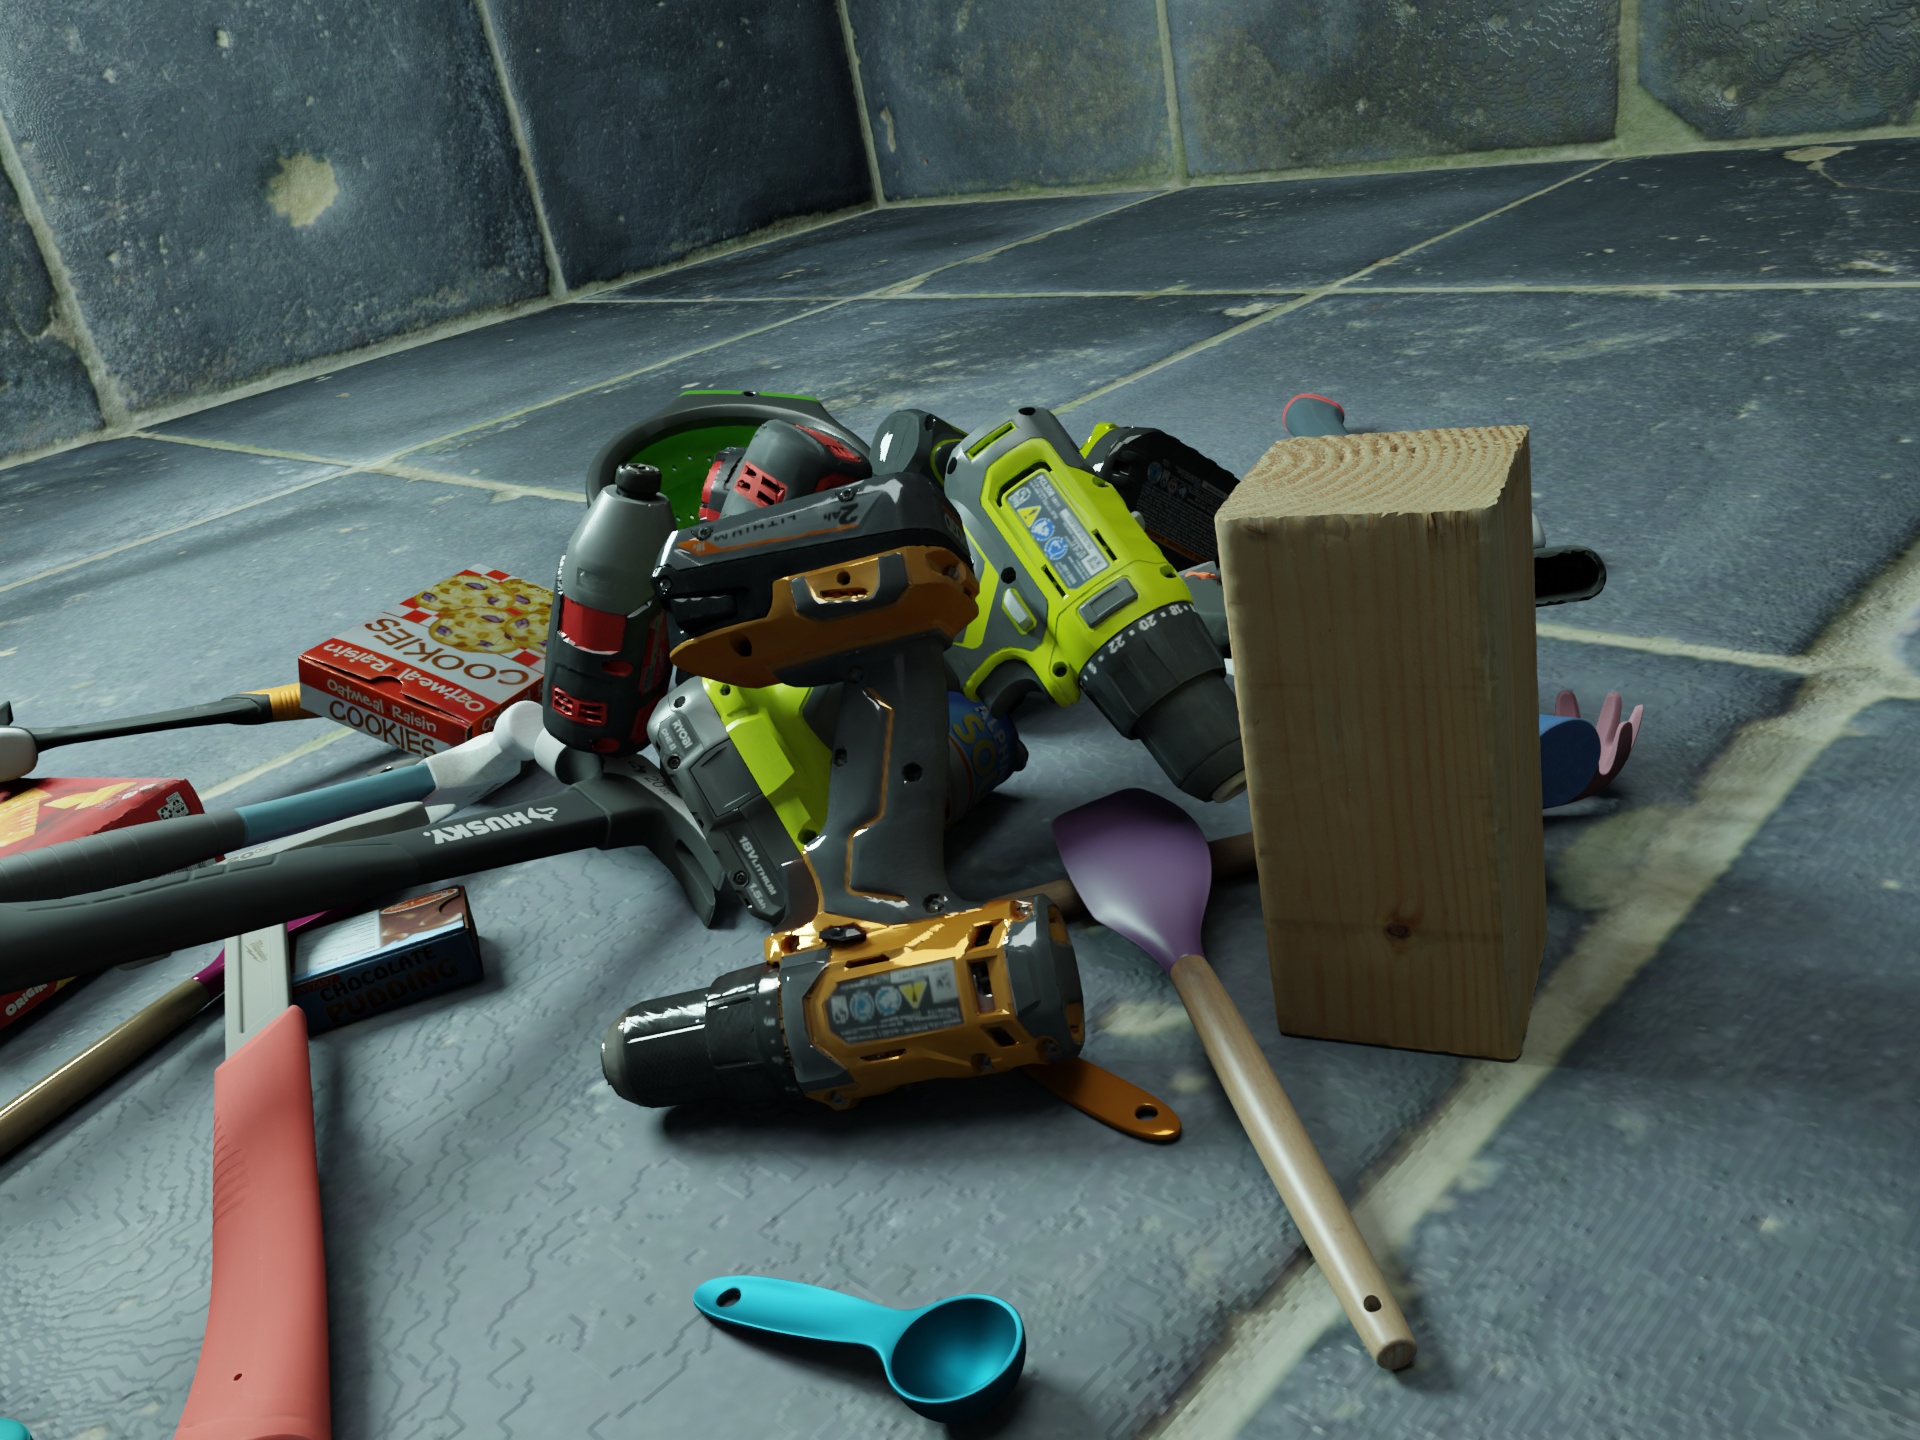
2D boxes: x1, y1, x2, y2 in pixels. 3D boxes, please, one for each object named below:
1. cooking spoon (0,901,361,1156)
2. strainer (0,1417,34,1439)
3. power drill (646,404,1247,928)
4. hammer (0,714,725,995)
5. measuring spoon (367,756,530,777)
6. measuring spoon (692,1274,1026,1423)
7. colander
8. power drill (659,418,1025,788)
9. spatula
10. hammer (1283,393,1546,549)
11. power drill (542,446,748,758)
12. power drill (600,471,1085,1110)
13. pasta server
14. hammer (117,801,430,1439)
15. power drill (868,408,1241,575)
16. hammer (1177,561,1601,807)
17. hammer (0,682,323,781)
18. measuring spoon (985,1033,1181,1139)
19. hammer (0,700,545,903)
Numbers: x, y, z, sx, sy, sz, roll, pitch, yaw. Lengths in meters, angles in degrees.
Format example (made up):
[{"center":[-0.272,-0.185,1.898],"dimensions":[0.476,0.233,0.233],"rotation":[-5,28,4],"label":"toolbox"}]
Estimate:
[{"center":[-0.374,0.141,0.737],"dimensions":[0.069,0.017,0.319],"rotation":[-6,23,31],"label":"cooking spoon"},{"center":[-0.382,0.221,0.469],"dimensions":[0.340,0.095,0.211],"rotation":[-1,28,22],"label":"strainer"},{"center":[-0.001,-0.002,0.690],"dimensions":[0.228,0.191,0.080],"rotation":[-35,-18,5],"label":"power drill"},{"center":[-0.248,0.065,0.670],"dimensions":[0.146,0.035,0.334],"rotation":[34,27,30],"label":"hammer"},{"center":[-0.310,0.030,0.965],"dimensions":[0.124,0.018,0.034],"rotation":[-7,21,25],"label":"measuring spoon"},{"center":[-0.033,0.192,0.490],"dimensions":[0.129,0.021,0.042],"rotation":[-4,24,37],"label":"measuring spoon"},{"center":[-0.154,-0.078,1.058],"dimensions":[0.204,0.094,0.398],"rotation":[2,42,-3],"label":"colander"},{"center":[-0.051,-0.049,0.825],"dimensions":[0.080,0.188,0.226],"rotation":[34,19,33],"label":"power drill"},{"center":[0.094,0.106,0.585],"dimensions":[0.060,0.018,0.316],"rotation":[-21,29,0],"label":"spatula"},{"center":[0.268,-0.165,1.114],"dimensions":[0.143,0.038,0.387],"rotation":[-12,24,2],"label":"hammer"},{"center":[-0.141,-0.077,0.843],"dimensions":[0.078,0.143,0.220],"rotation":[18,22,13],"label":"power drill"},{"center":[-0.062,0.036,0.616],"dimensions":[0.185,0.226,0.084],"rotation":[-13,-12,12],"label":"power drill"},{"center":[0.148,0.046,0.701],"dimensions":[0.316,0.040,0.060],"rotation":[-14,17,-3],"label":"pasta server"},{"center":[-0.259,0.144,0.613],"dimensions":[0.149,0.036,0.359],"rotation":[-19,31,-16],"label":"hammer"},{"center":[0.069,-0.149,1.063],"dimensions":[0.171,0.080,0.223],"rotation":[19,-1,-44],"label":"power drill"},{"center":[0.161,-0.026,0.800],"dimensions":[0.144,0.035,0.406],"rotation":[-19,18,-18],"label":"hammer"},{"center":[-0.422,-0.011,0.998],"dimensions":[0.336,0.034,0.127],"rotation":[-10,11,-26],"label":"hammer"},{"center":[0.038,0.129,0.596],"dimensions":[0.021,0.011,0.117],"rotation":[-27,29,-32],"label":"measuring spoon"},{"center":[-0.362,0.055,0.764],"dimensions":[0.331,0.033,0.128],"rotation":[-17,-10,-47],"label":"hammer"}]
